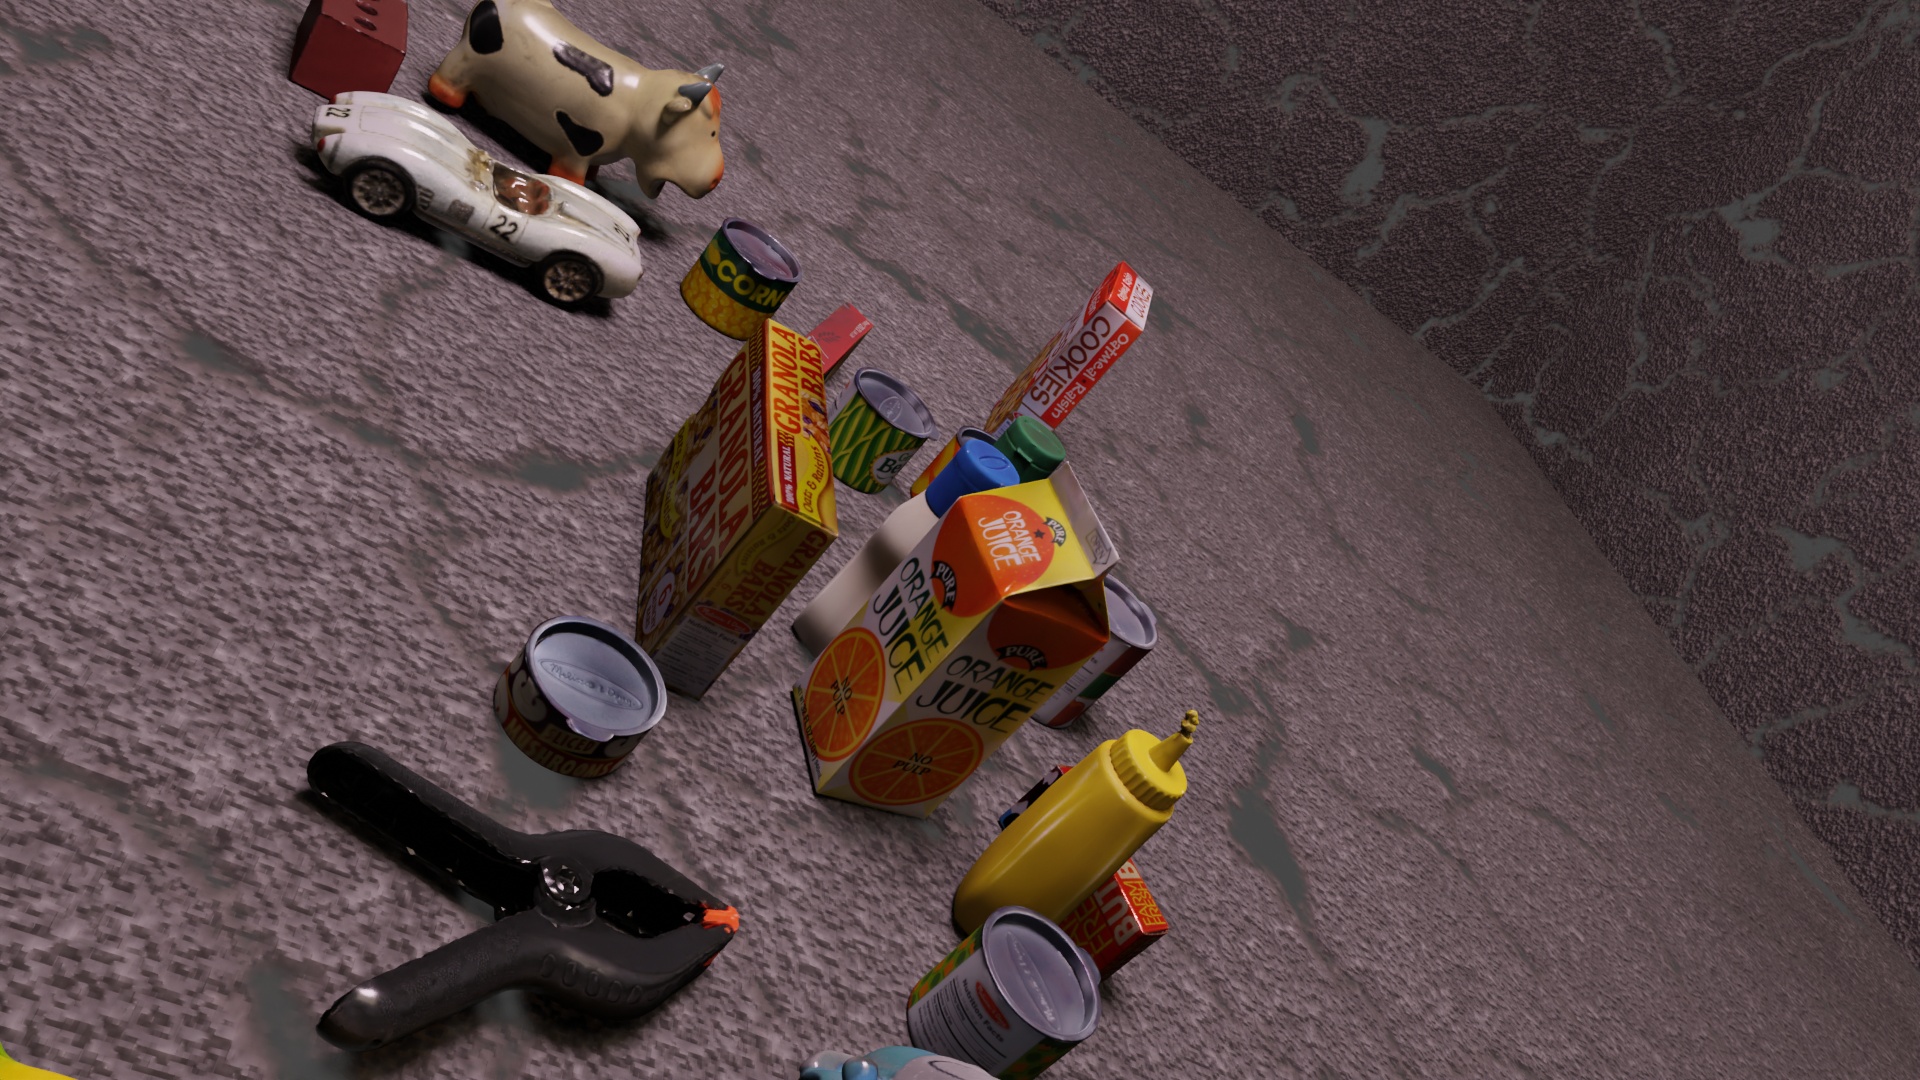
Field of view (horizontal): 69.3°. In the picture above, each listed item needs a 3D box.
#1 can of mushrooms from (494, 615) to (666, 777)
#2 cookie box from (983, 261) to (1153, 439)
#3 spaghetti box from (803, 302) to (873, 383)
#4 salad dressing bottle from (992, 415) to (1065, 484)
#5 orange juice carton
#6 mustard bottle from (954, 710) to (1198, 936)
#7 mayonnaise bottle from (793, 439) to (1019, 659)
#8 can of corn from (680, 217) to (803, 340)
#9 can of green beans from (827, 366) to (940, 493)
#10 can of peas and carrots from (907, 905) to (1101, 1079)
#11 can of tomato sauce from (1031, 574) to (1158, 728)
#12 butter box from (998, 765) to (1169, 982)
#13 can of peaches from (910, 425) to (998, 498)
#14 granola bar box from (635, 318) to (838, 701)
[{"bbox_3d":[-0.165,0.069,0.602,0.071,0.033,0.071,33,27,-19],"label":"can of mushrooms"},{"bbox_3d":[0.083,-0.138,1.113,0.040,0.166,0.123,39,26,-8],"label":"cookie box"},{"bbox_3d":[-0.115,-0.103,0.919,0.028,0.050,0.251,40,26,-6],"label":"spaghetti box"},{"bbox_3d":[0.003,-0.010,0.828,0.064,0.147,0.044,43,25,1],"label":"salad dressing bottle"},{"bbox_3d":[0.003,0.048,0.686,0.073,0.192,0.072,22,32,-36],"label":"orange juice carton"},{"bbox_3d":[0.062,0.137,0.668,0.049,0.159,0.065,42,25,-1],"label":"mustard bottle"},{"bbox_3d":[-0.027,0.008,0.757,0.041,0.147,0.065,52,27,19],"label":"mayonnaise bottle"},{"bbox_3d":[-0.154,-0.182,0.977,0.071,0.058,0.071,33,27,-19],"label":"can of corn"},{"bbox_3d":[-0.060,-0.074,0.942,0.071,0.057,0.071,33,27,-19],"label":"can of green beans"},{"bbox_3d":[0.020,0.207,0.619,0.071,0.058,0.071,33,27,-19],"label":"can of peas and carrots"},{"bbox_3d":[0.074,0.068,0.880,0.071,0.082,0.071,33,27,-19],"label":"can of tomato sauce"},{"bbox_3d":[0.064,0.176,0.734,0.024,0.053,0.104,15,37,-45],"label":"butter box"},{"bbox_3d":[0.007,-0.037,0.977,0.071,0.058,0.071,33,27,-19],"label":"can of peaches"},{"bbox_3d":[-0.116,-0.020,0.705,0.039,0.123,0.166,28,29,-28],"label":"granola bar box"}]
